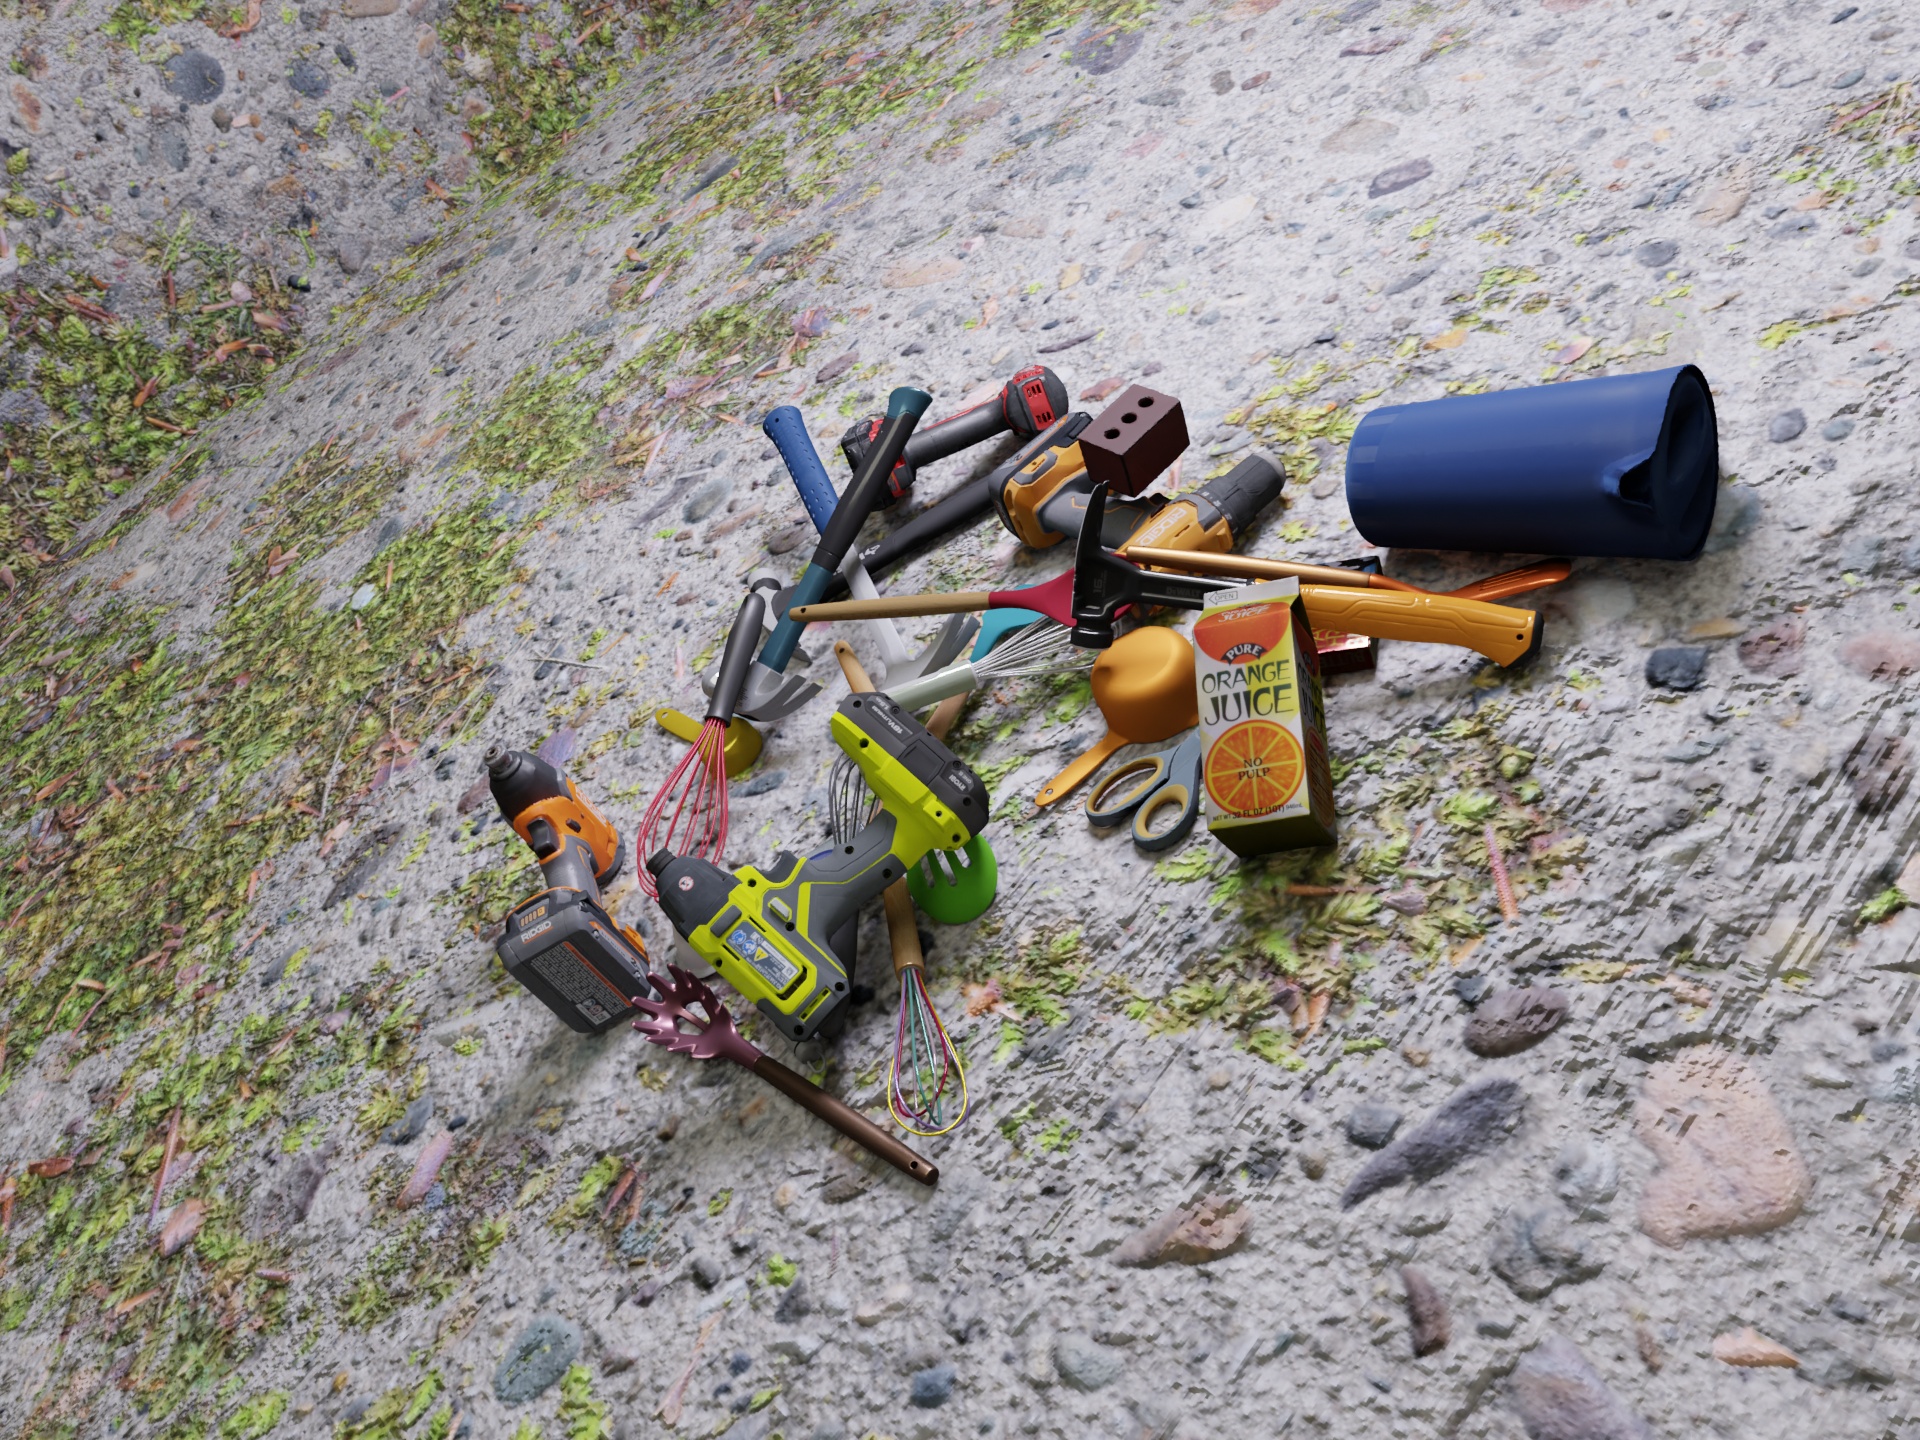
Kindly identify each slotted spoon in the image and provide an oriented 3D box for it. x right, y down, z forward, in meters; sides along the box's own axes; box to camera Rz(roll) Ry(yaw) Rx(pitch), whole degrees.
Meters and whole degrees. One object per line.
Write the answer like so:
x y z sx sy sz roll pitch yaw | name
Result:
-0.050 0.036 1.272 0.070 0.031 0.314 -31 47 3 | slotted spoon

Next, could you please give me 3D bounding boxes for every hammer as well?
-0.118 -0.149 1.416 0.128 0.033 0.331 28 90 47 | hammer
-0.105 -0.165 1.467 0.144 0.035 0.406 -39 49 15 | hammer
-0.048 -0.172 1.522 0.335 0.035 0.146 -29 38 4 | hammer
0.245 -0.092 1.150 0.337 0.127 0.034 10 16 19 | hammer

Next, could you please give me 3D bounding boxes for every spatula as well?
-0.002 -0.004 1.328 0.082 0.044 0.317 14 62 41 | spatula
0.281 -0.114 1.183 0.323 0.041 0.081 9 20 19 | spatula

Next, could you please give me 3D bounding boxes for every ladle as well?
0.001 -0.096 1.308 0.315 0.031 0.069 -2 60 22 | ladle

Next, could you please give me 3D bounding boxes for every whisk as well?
-0.212 0.018 1.357 0.073 0.073 0.296 -3 60 31 | whisk
-0.037 0.195 1.128 0.047 0.051 0.245 -30 36 12 | whisk
0.016 -0.042 1.293 0.246 0.059 0.058 -20 4 -7 | whisk
-0.082 0.120 1.197 0.055 0.055 0.239 -7 64 29 | whisk

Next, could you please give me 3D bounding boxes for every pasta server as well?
-0.130 0.254 1.133 0.316 0.040 0.060 20 74 43 | pasta server

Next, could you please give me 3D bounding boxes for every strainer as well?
-0.167 0.191 1.222 0.087 0.050 0.259 -53 44 1 | strainer

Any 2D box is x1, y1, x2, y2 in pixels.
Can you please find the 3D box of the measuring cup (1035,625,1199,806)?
0.114 -0.005 1.224 0.173 0.052 0.095 -41 40 -13 | measuring cup

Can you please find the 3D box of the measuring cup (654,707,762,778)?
-0.243 0.008 1.467 0.157 0.029 0.062 23 64 43 | measuring cup

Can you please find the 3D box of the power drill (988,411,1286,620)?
0.153 -0.193 1.377 0.185 0.084 0.226 -40 43 -12 | power drill

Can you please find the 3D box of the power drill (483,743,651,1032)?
-0.331 0.126 1.302 0.084 0.164 0.227 -29 41 4 | power drill

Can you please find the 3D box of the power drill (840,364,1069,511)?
0.000 -0.287 1.562 0.219 0.078 0.143 -21 16 7 | power drill

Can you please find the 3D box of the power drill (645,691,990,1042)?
-0.101 0.093 1.144 0.171 0.080 0.223 41 77 8 | power drill
